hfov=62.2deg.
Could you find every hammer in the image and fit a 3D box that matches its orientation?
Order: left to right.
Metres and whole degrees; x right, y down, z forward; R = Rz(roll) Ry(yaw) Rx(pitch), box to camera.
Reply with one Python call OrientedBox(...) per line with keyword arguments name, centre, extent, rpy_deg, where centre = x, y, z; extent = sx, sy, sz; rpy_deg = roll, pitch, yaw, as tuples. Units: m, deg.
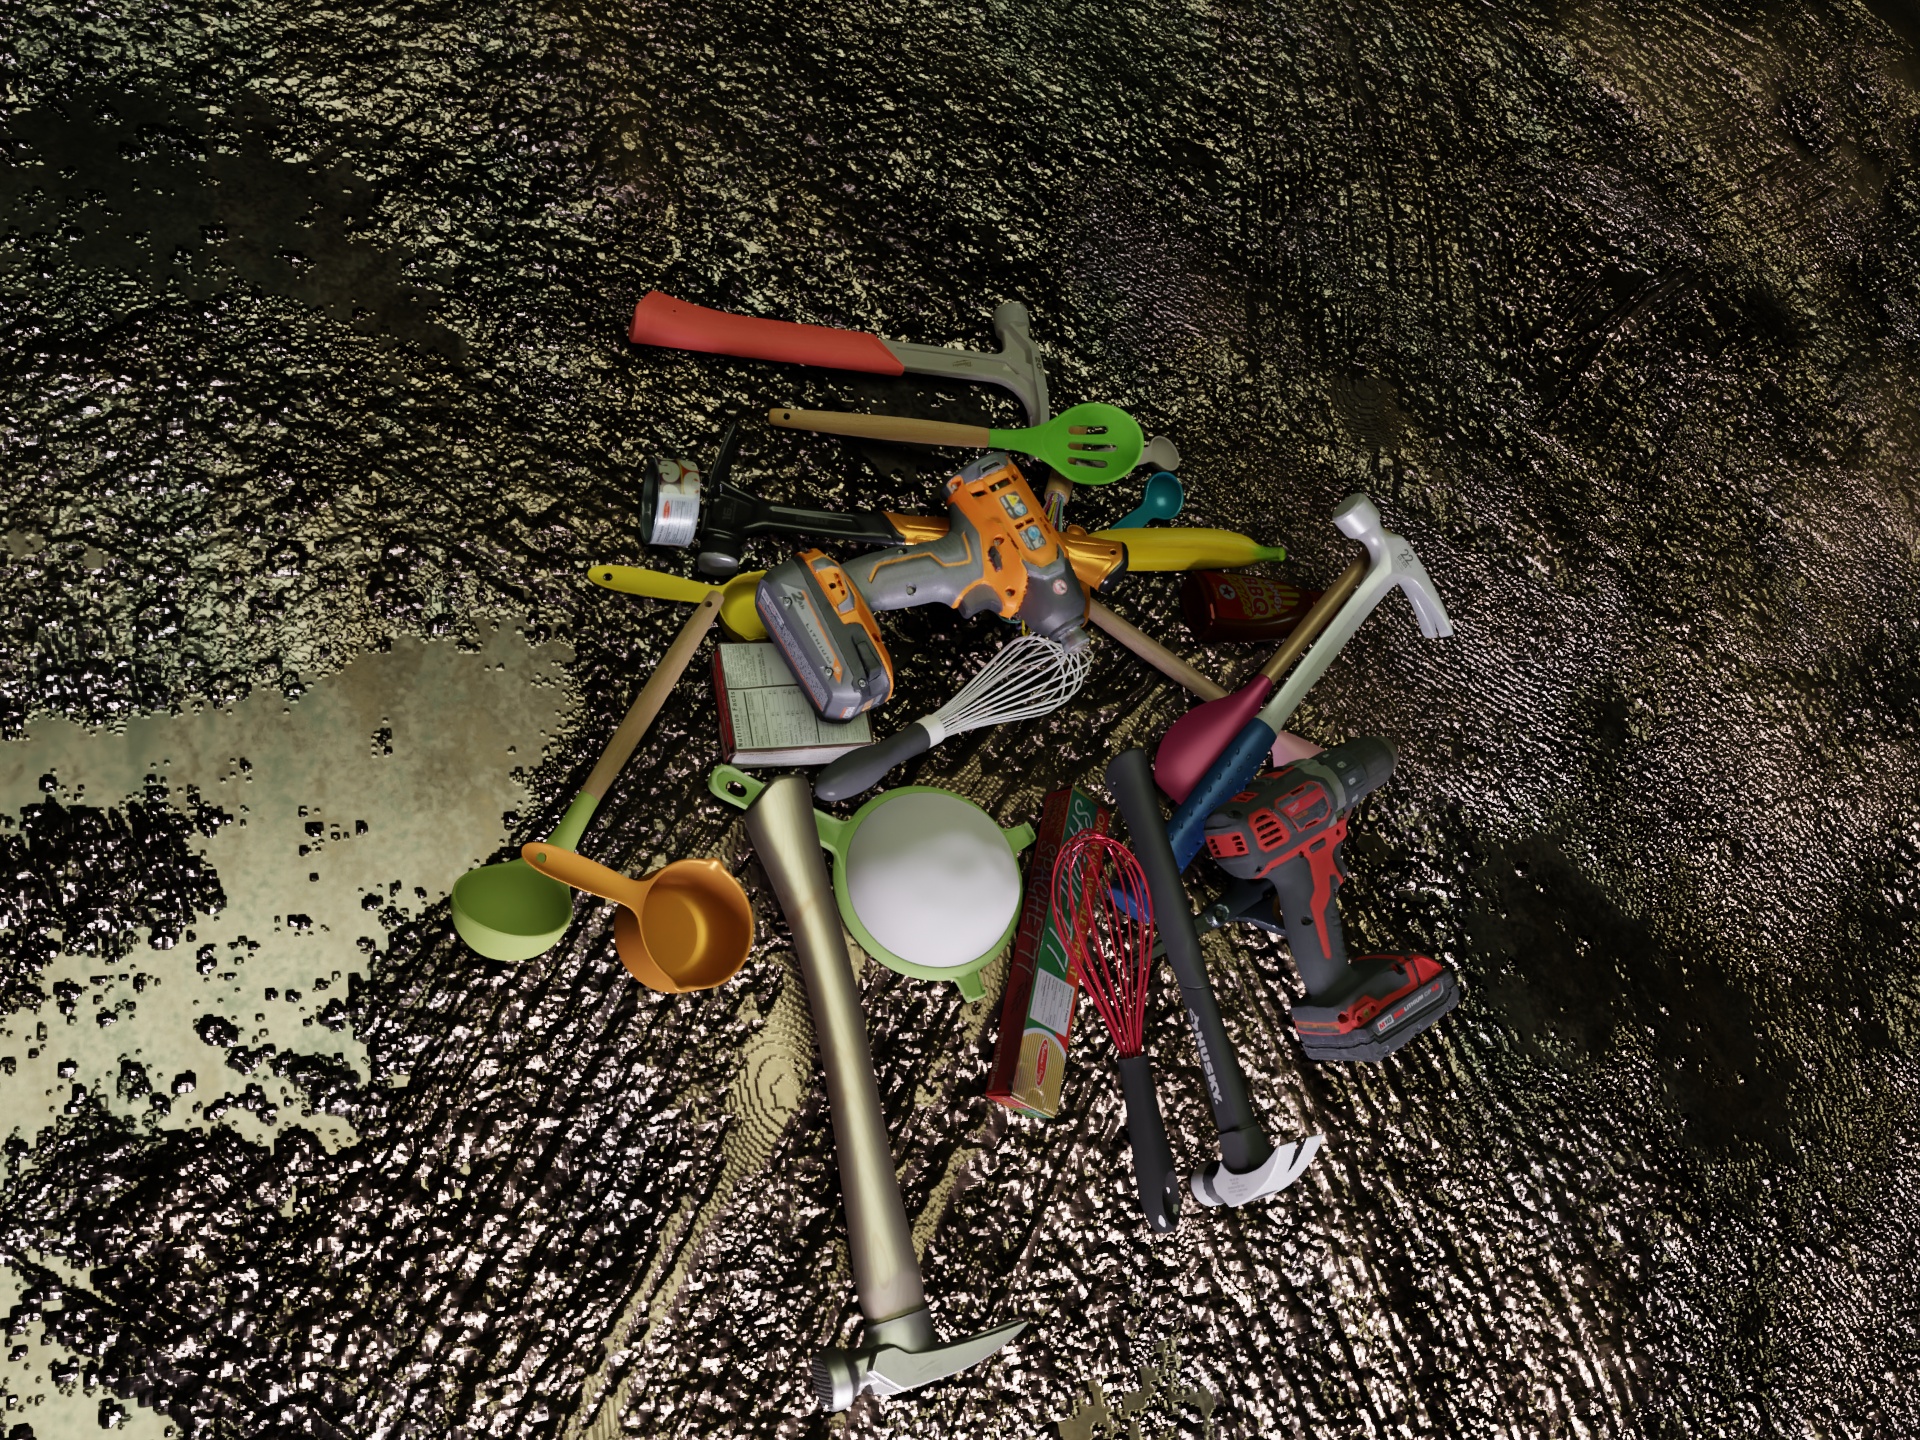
OrientedBox(name="hammer", centre=(-0.096, -0.304, 1.337), extent=(0.359, 0.036, 0.149), rpy_deg=(2, 66, -22))
OrientedBox(name="hammer", centre=(-0.068, 0.235, 1.080), extent=(0.146, 0.038, 0.411), rpy_deg=(-7, 76, -27))
OrientedBox(name="hammer", centre=(-0.032, -0.153, 1.258), extent=(0.337, 0.034, 0.127), rpy_deg=(8, 64, -6))
OrientedBox(name="hammer", centre=(0.169, 0.179, 1.155), extent=(0.035, 0.146, 0.335), rpy_deg=(-9, 73, -23))
OrientedBox(name="hammer", centre=(0.258, 0.002, 1.294), extent=(0.144, 0.035, 0.405), rpy_deg=(45, 71, -14))

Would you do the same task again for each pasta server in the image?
OrientedBox(name="pasta server", centre=(0.209, -0.019, 1.342), extent=(0.316, 0.040, 0.060), rpy_deg=(35, 59, 0))

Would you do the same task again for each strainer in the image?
OrientedBox(name="strainer", centre=(-0.059, 0.086, 1.155), extent=(0.256, 0.069, 0.152), rpy_deg=(27, 60, -11))

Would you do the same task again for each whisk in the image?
OrientedBox(name="whisk", centre=(-0.001, -0.004, 1.209), extent=(0.284, 0.070, 0.070), rpy_deg=(-29, 80, -38))
OrientedBox(name="whisk", centre=(0.076, -0.170, 1.350), extent=(0.047, 0.051, 0.245), rpy_deg=(48, 45, -39))
OrientedBox(name="whisk", centre=(0.121, 0.223, 1.152), extent=(0.073, 0.073, 0.296), rpy_deg=(-9, 86, -26))

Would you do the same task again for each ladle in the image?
OrientedBox(name="ladle", centre=(-0.244, 0.026, 1.102), extent=(0.078, 0.062, 0.320), rpy_deg=(25, 62, 5))

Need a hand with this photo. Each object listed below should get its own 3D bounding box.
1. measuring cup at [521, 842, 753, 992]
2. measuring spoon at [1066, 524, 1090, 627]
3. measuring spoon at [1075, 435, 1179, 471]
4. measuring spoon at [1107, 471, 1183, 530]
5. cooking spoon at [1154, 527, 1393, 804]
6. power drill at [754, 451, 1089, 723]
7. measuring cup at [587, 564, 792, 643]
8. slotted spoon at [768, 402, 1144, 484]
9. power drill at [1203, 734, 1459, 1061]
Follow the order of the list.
OrientedBox(name="measuring cup", centre=(-0.222, 0.123, 1.057), extent=(0.173, 0.052, 0.095), rpy_deg=(29, 59, -29))
OrientedBox(name="measuring spoon", centre=(0.097, -0.120, 1.335), extent=(0.021, 0.011, 0.117), rpy_deg=(15, 50, -16))
OrientedBox(name="measuring spoon", centre=(0.144, -0.229, 1.403), extent=(0.124, 0.018, 0.034), rpy_deg=(-12, 78, -37))
OrientedBox(name="measuring spoon", centre=(0.145, -0.172, 1.391), extent=(0.128, 0.021, 0.042), rpy_deg=(-41, 111, -23))
OrientedBox(name="cooking spoon", centre=(0.270, -0.052, 1.334), extent=(0.069, 0.017, 0.319), rpy_deg=(41, 71, 3))
OrientedBox(name="power drill", centre=(-0.018, -0.086, 1.178), extent=(0.226, 0.084, 0.164), rpy_deg=(-28, 81, -20))
OrientedBox(name="measuring cup", centre=(-0.204, -0.092, 1.208), extent=(0.156, 0.029, 0.062), rpy_deg=(11, 64, -5))
OrientedBox(name="slotted spoon", centre=(-0.002, -0.240, 1.327), extent=(0.313, 0.031, 0.070), rpy_deg=(3, 88, -10))
OrientedBox(name="power drill", centre=(0.304, 0.133, 1.247), extent=(0.188, 0.080, 0.226), rpy_deg=(-26, 93, -29))
